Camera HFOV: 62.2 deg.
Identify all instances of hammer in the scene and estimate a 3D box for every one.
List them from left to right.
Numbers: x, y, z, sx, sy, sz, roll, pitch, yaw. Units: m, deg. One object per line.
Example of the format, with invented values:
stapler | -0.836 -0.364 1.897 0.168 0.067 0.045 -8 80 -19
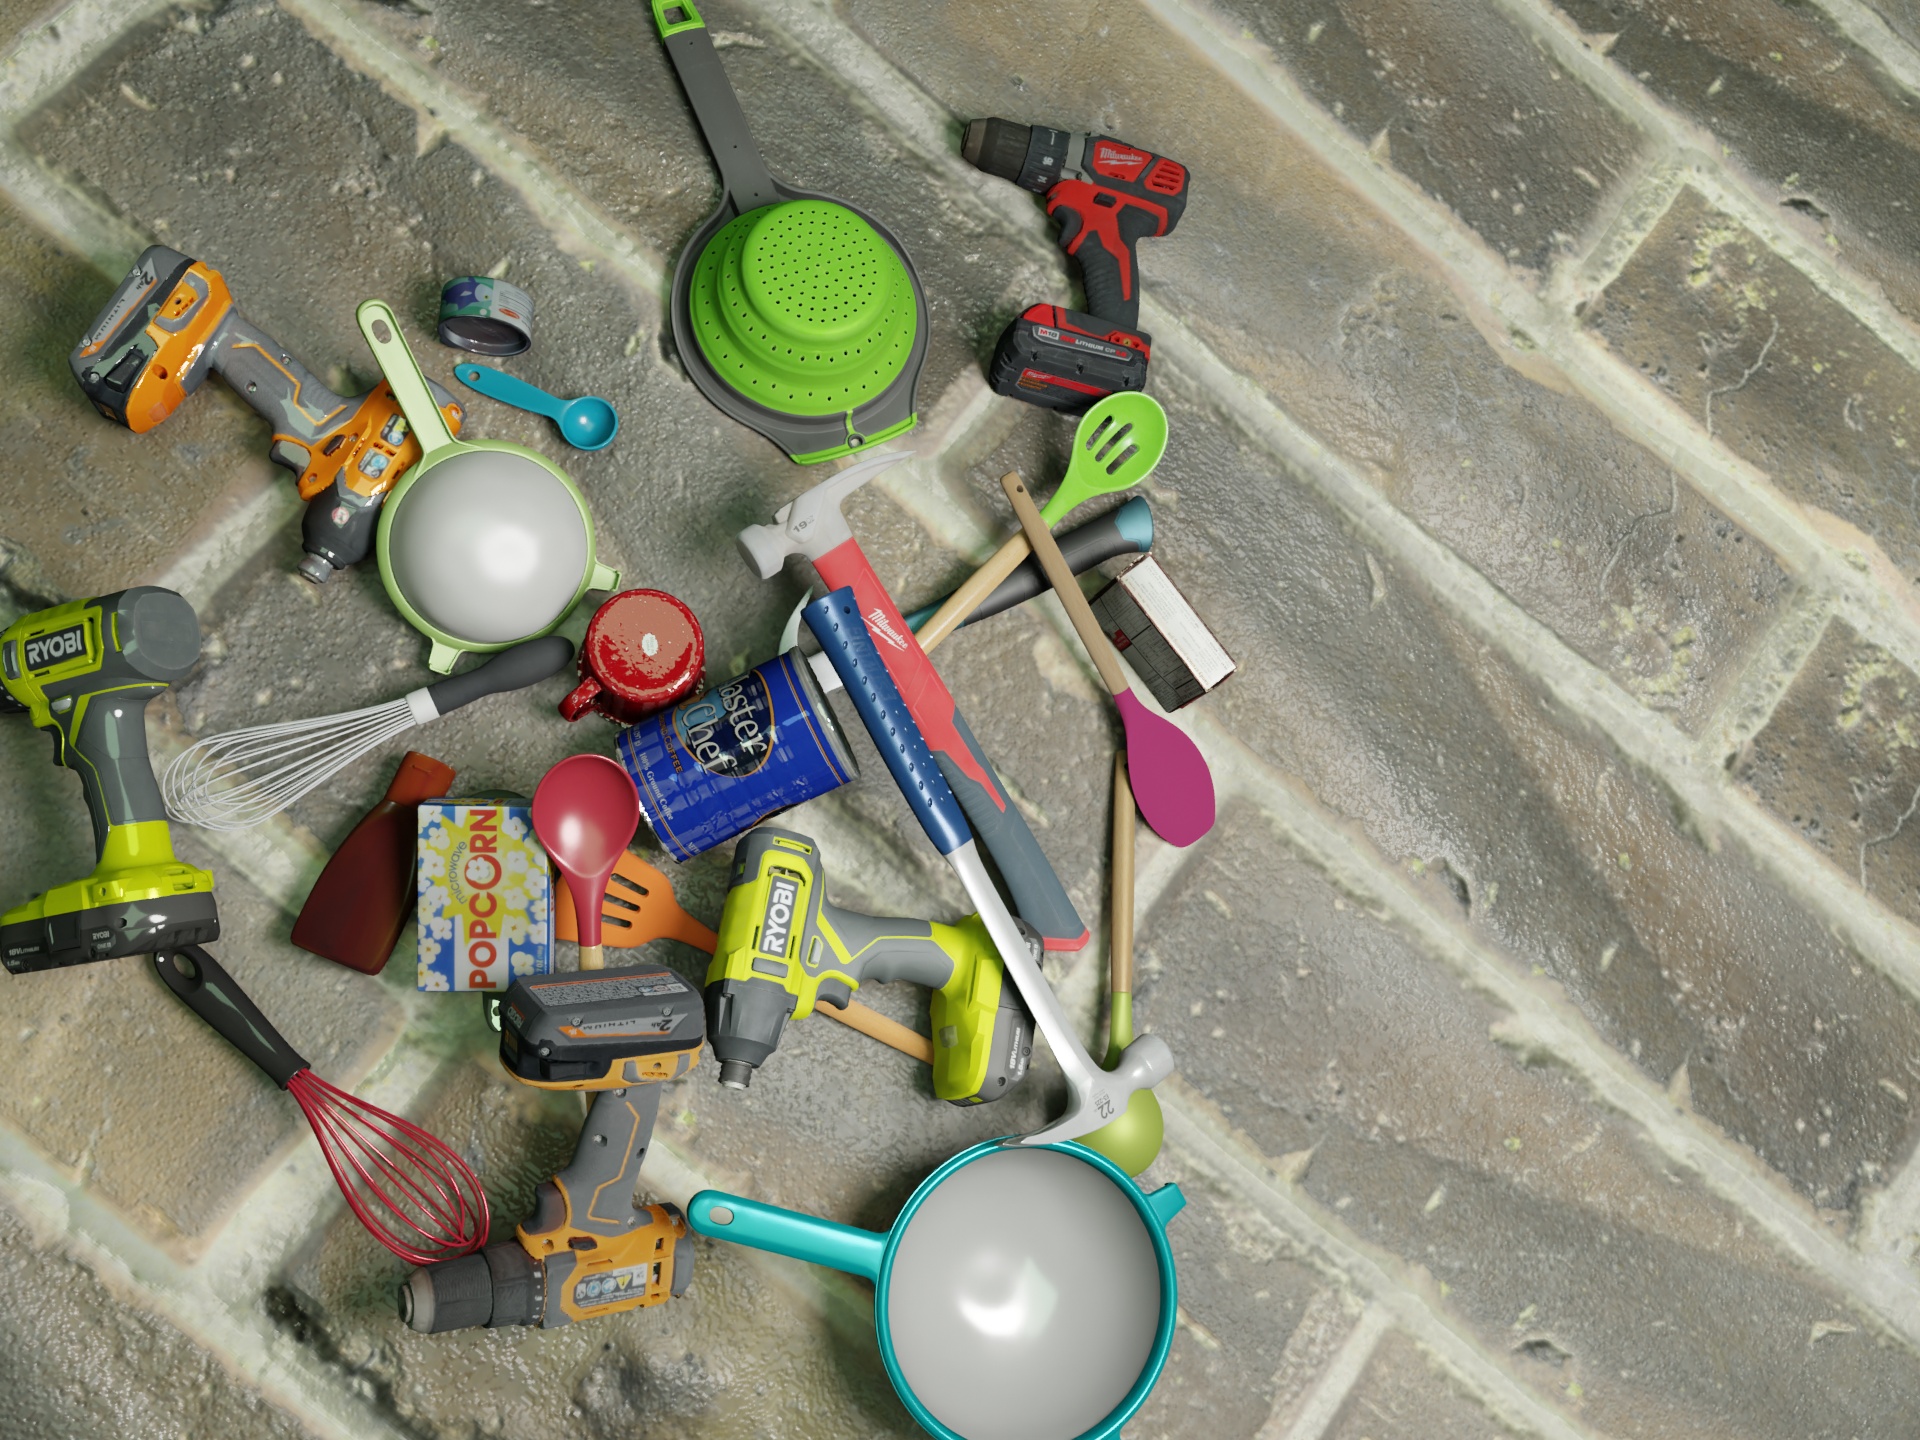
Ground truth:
hammer | -0.002 -0.004 1.151 0.143 0.038 0.386 -34 100 -16
hammer | -0.001 0.098 1.077 0.144 0.035 0.405 -29 90 -35
hammer | 0.009 -0.088 1.214 0.331 0.033 0.128 -27 87 -16

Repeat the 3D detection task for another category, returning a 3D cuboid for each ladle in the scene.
ladle | -0.244 0.174 1.059 0.069 0.031 0.315 -3 101 -15
ladle | 0.116 0.179 1.189 0.078 0.062 0.320 7 71 -13

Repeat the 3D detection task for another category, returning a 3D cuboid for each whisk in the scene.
whisk | -0.421 0.247 1.041 0.296 0.073 0.073 42 73 5
whisk | -0.397 0.003 1.082 0.284 0.070 0.070 -24 85 -15

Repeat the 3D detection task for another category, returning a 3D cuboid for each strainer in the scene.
strainer | -0.338 -0.162 1.077 0.151 0.069 0.256 -29 114 -18
strainer | -0.024 0.372 1.083 0.340 0.095 0.211 18 74 -10

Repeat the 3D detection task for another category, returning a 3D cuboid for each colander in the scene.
colander | -0.146 -0.397 1.205 0.204 0.094 0.397 -22 85 -16

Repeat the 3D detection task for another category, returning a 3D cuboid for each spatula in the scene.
spatula | -0.135 0.181 1.125 0.322 0.041 0.081 28 90 -8

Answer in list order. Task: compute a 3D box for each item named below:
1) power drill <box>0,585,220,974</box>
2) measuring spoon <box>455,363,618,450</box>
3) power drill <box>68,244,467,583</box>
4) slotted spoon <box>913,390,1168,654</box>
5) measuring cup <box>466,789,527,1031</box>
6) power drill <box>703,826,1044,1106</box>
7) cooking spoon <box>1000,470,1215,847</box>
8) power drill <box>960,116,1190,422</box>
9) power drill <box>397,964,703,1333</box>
power drill | -0.563 0.040 1.012 0.190 0.080 0.228 -11 85 22
measuring spoon | -0.314 -0.234 1.180 0.128 0.021 0.042 23 76 2
power drill | -0.483 -0.206 1.101 0.226 0.084 0.164 29 74 -10
slotted spoon | 0.043 -0.133 1.199 0.314 0.031 0.070 -46 108 -14
measuring cup | -0.319 0.129 1.093 0.083 0.038 0.168 -1 77 -13
power drill | -0.062 0.184 1.090 0.223 0.080 0.171 18 65 -22
cooking spoon | 0.109 -0.045 1.203 0.069 0.017 0.318 -33 103 -21
power drill | 0.078 -0.369 1.264 0.188 0.080 0.227 13 74 -10
power drill | -0.256 0.279 1.008 0.185 0.084 0.226 0 103 -33
